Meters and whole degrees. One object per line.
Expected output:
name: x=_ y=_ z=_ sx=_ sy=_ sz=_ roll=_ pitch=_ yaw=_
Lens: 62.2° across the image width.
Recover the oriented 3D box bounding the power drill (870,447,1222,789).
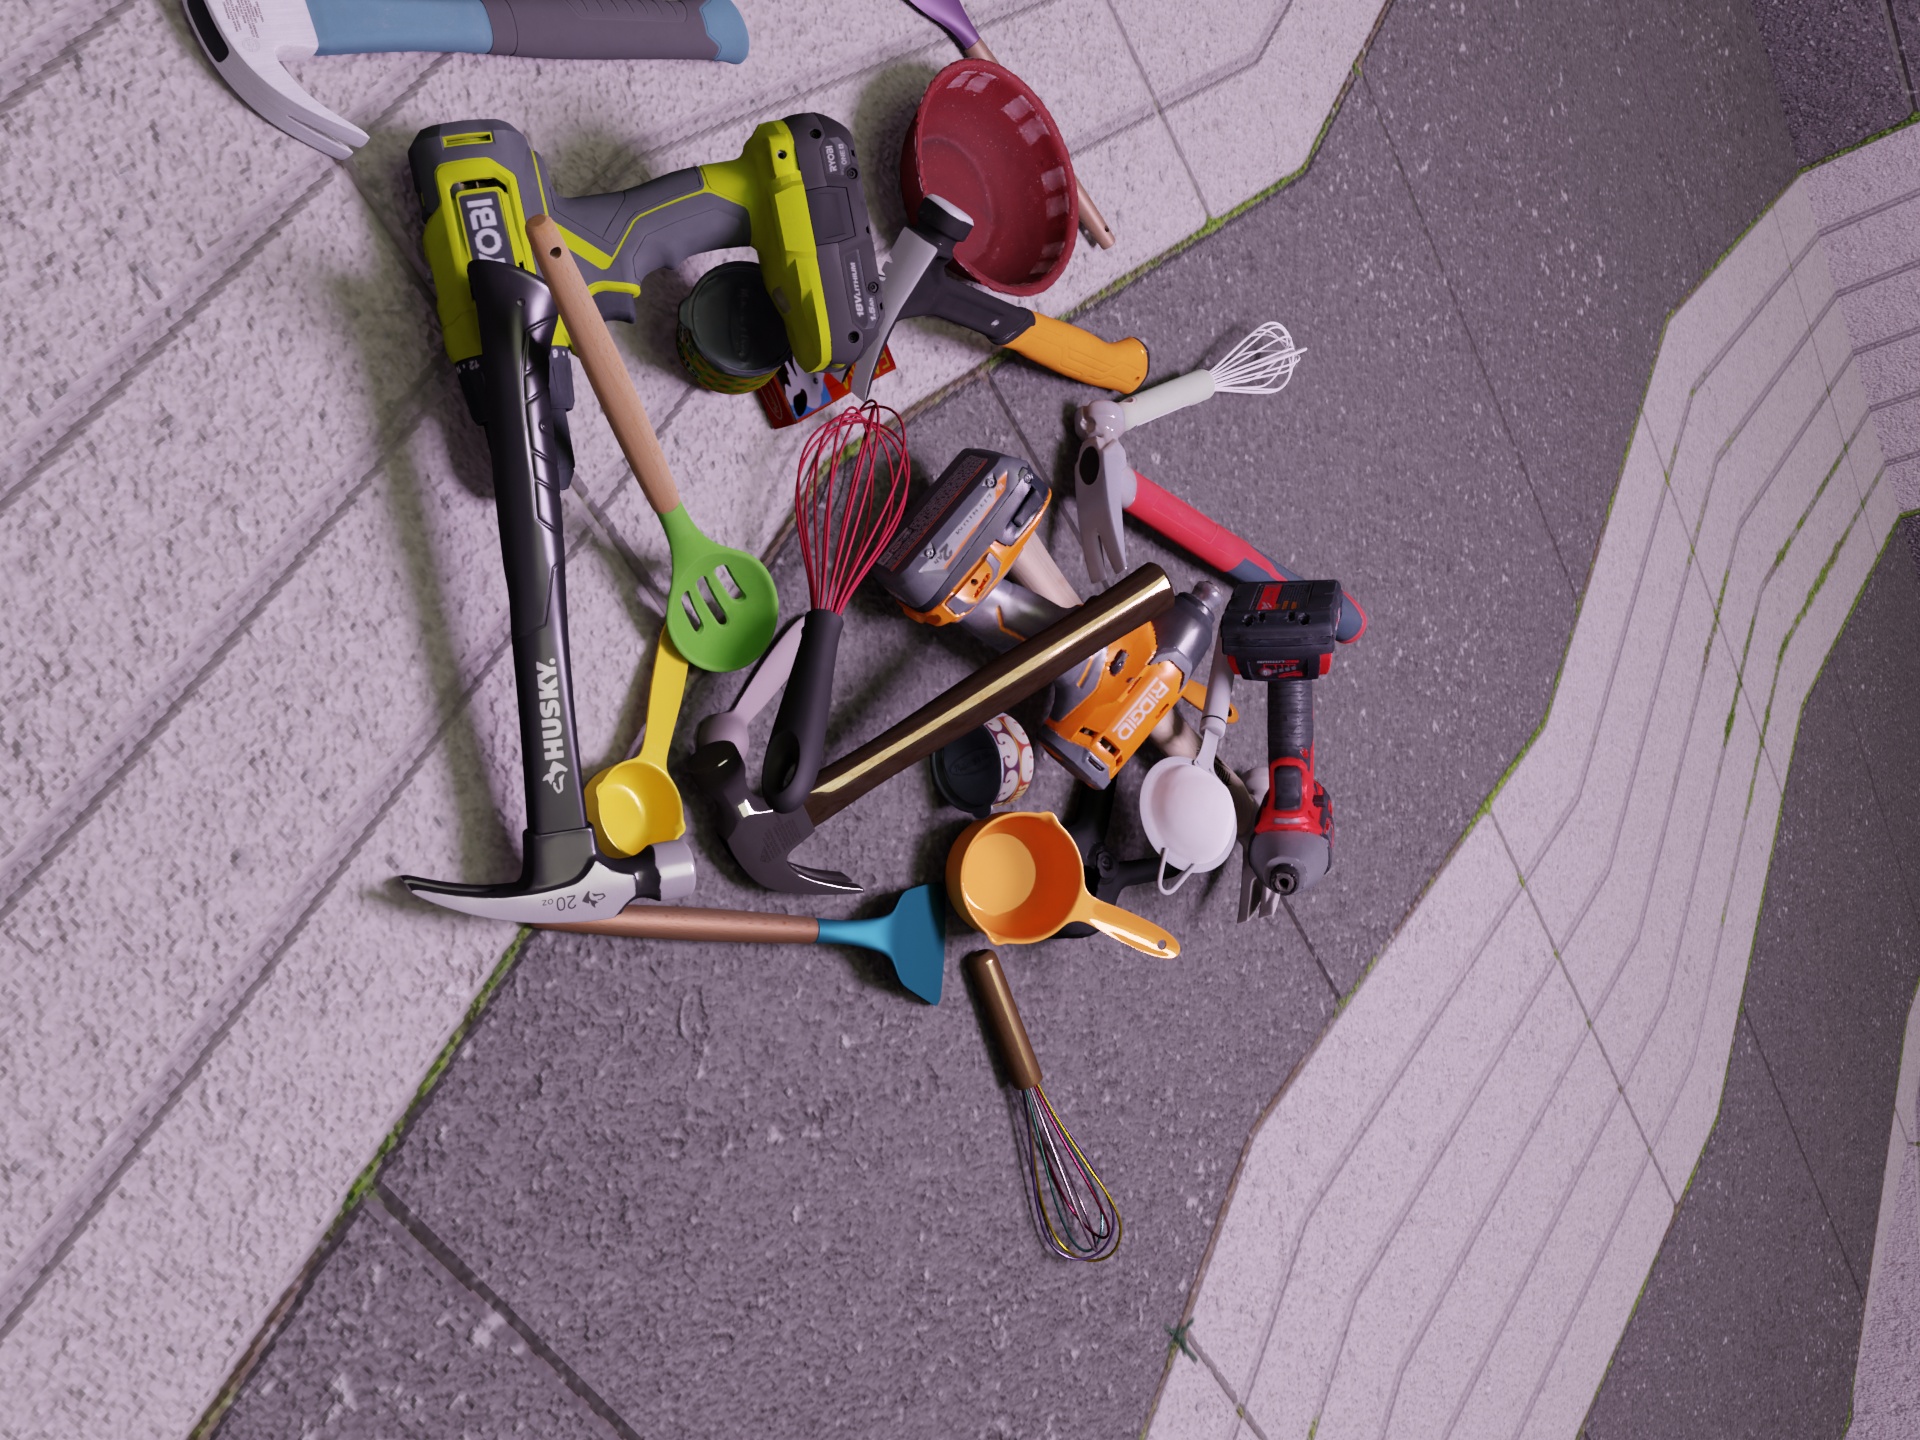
power drill: x=0.069 y=-0.080 z=1.068 sx=0.226 sy=0.084 sz=0.164 roll=42 pitch=87 yaw=-25

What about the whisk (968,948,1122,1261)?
whisk: x=0.058 y=0.270 z=1.108 sx=0.051 sy=0.047 sz=0.245 roll=-30 pitch=104 yaw=-41

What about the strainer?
strainer: x=0.185 y=0.010 z=1.176 sx=0.086 sy=0.050 sz=0.259 roll=30 pitch=54 yaw=-19

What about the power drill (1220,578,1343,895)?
power drill: x=0.238 y=0.016 z=1.158 sx=0.143 sy=0.078 sz=0.219 roll=-50 pitch=137 yaw=-65

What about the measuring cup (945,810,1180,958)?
measuring cup: x=0.069 y=0.122 z=1.086 sx=0.173 sy=0.052 sz=0.095 roll=27 pitch=80 yaw=-18

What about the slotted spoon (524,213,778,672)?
slotted spoon: x=-0.160 y=-0.133 z=0.831 sx=0.070 sy=0.031 sz=0.313 roll=-39 pitch=146 yaw=-16

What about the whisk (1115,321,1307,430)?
whisk: x=0.203 y=-0.275 z=1.297 sx=0.246 sy=0.058 sz=0.059 roll=-28 pitch=115 yaw=-38

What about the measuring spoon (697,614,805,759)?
measuring spoon: x=-0.117 y=-0.021 z=0.970 sx=0.034 sy=0.018 sz=0.124 roll=51 pitch=57 yaw=-30

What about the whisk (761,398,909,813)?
whisk: x=-0.078 y=-0.075 z=0.948 sx=0.073 sy=0.073 sz=0.296 roll=36 pitch=50 yaw=-37

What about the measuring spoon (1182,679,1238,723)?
measuring spoon: x=0.194 y=-0.022 z=1.289 sx=0.116 sy=0.011 sz=0.021 roll=27 pitch=68 yaw=-41

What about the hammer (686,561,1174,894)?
hammer: x=-0.002 y=-0.003 z=0.989 sx=0.331 sy=0.031 sz=0.130 roll=-32 pitch=121 yaw=-16

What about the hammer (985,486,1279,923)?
hammer: x=0.127 y=-0.016 z=1.184 sx=0.410 sy=0.038 sz=0.146 roll=46 pitch=38 yaw=-30

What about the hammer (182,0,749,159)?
hammer: x=-0.248 y=-0.377 z=0.860 sx=0.331 sy=0.033 sz=0.128 roll=-23 pitch=102 yaw=-44

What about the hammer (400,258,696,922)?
hammer: x=-0.219 y=-0.060 z=0.803 sx=0.146 sy=0.035 sz=0.334 roll=-8 pitch=101 yaw=-27

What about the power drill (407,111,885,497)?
power drill: x=-0.163 y=-0.227 z=0.851 sx=0.228 sy=0.080 sz=0.190 roll=-13 pitch=98 yaw=-14

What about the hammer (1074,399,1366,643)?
hammer: x=0.223 y=-0.120 z=1.292 sx=0.386 sy=0.038 sz=0.143 roll=22 pitch=57 yaw=-44

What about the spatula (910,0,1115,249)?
spatula: x=0.022 y=-0.466 z=1.149 sx=0.315 sy=0.018 sz=0.060 roll=47 pitch=57 yaw=-31

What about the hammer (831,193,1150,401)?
hammer: x=0.042 y=-0.259 z=1.093 sx=0.336 sy=0.034 sz=0.127 roll=-3 pitch=130 yaw=-59

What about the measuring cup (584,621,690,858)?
measuring cup: x=-0.180 y=0.008 z=0.908 sx=0.062 sy=0.029 sz=0.157 roll=31 pitch=54 yaw=-39

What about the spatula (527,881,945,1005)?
spatula: x=-0.117 y=0.127 z=0.958 sx=0.317 sy=0.044 sz=0.082 roll=10 pitch=78 yaw=-39
